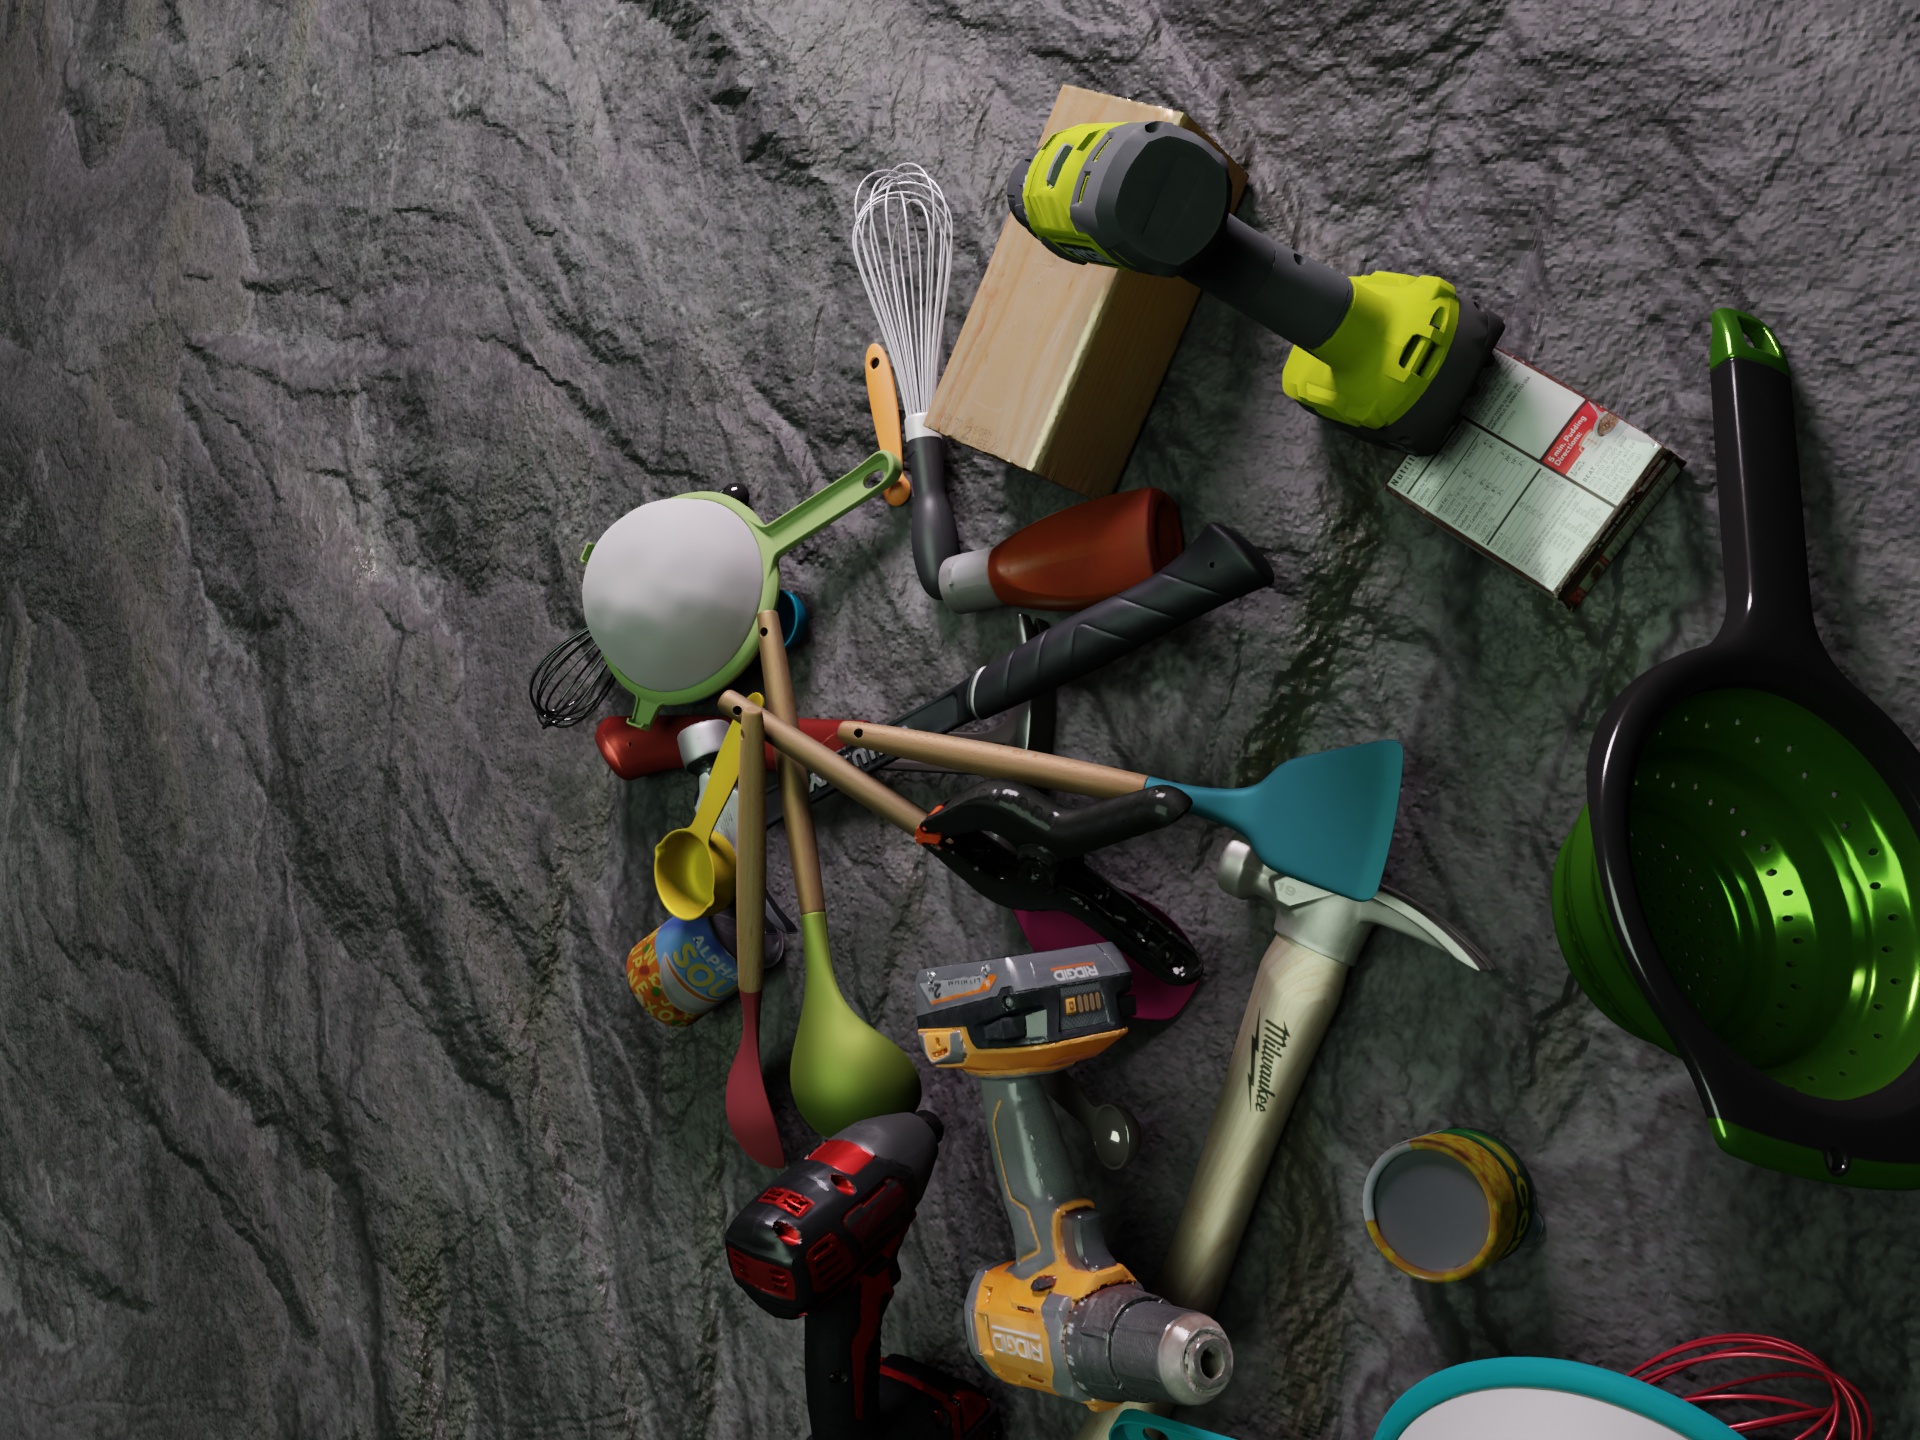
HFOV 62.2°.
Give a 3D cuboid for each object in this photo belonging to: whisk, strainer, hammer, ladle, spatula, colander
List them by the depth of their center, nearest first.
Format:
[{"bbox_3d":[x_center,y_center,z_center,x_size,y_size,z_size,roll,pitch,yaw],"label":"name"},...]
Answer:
[{"bbox_3d":[0.202,0.378,0.690,0.340,0.095,0.211,2,110,33],"label":"strainer"},{"bbox_3d":[0.332,0.002,0.703,0.094,0.204,0.397,138,143,-62],"label":"colander"},{"bbox_3d":[0.264,0.342,0.727,0.296,0.073,0.073,-33,66,33],"label":"whisk"},{"bbox_3d":[0.138,0.272,0.835,0.146,0.038,0.410,24,97,33],"label":"hammer"},{"bbox_3d":[0.073,0.029,0.850,0.317,0.044,0.082,10,80,22],"label":"spatula"},{"bbox_3d":[-0.001,-0.003,0.928,0.409,0.036,0.149,-27,72,29],"label":"hammer"},{"bbox_3d":[-0.084,0.089,0.938,0.078,0.062,0.320,-18,74,28],"label":"ladle"},{"bbox_3d":[-0.126,0.139,0.964,0.069,0.031,0.315,35,128,54],"label":"ladle"},{"bbox_3d":[-0.028,-0.216,1.012,0.070,0.070,0.285,-10,83,33],"label":"whisk"},{"bbox_3d":[-0.101,0.007,1.038,0.359,0.036,0.149,2,84,35],"label":"hammer"},{"bbox_3d":[-0.157,-0.113,1.043,0.256,0.069,0.152,-29,66,20],"label":"strainer"},{"bbox_3d":[-0.230,-0.081,1.139,0.239,0.055,0.055,-45,61,15],"label":"whisk"}]

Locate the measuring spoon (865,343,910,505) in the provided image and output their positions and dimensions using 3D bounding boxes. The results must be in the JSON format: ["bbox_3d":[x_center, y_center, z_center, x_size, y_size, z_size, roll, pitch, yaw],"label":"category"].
[{"bbox_3d":[-0.051,-0.197,1.048,0.021,0.011,0.117,-18,73,31],"label":"measuring spoon"}]

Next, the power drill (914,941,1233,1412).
[{"bbox_3d":[0.056,0.230,0.805,0.185,0.084,0.226,-22,74,58],"label":"power drill"}]

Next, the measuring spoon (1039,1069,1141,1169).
[{"bbox_3d":[0.067,0.208,0.886,0.124,0.018,0.034,34,118,59],"label":"measuring spoon"}]

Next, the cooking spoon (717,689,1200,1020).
[{"bbox_3d":[-0.006,0.069,0.907,0.319,0.017,0.068,32,105,9],"label":"cooking spoon"}]

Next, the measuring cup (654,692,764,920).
[{"bbox_3d":[-0.143,0.052,0.977,0.062,0.029,0.156,36,111,33],"label":"measuring cup"}]

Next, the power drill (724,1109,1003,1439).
[{"bbox_3d":[-0.047,0.324,0.864,0.078,0.143,0.219,6,114,37],"label":"power drill"}]

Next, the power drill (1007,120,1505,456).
[{"bbox_3d":[0.133,-0.222,0.788,0.080,0.228,0.191,-63,22,10],"label":"power drill"}]

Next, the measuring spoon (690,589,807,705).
[{"bbox_3d":[-0.144,-0.045,1.093,0.128,0.021,0.042,-37,60,35],"label":"measuring spoon"}]
